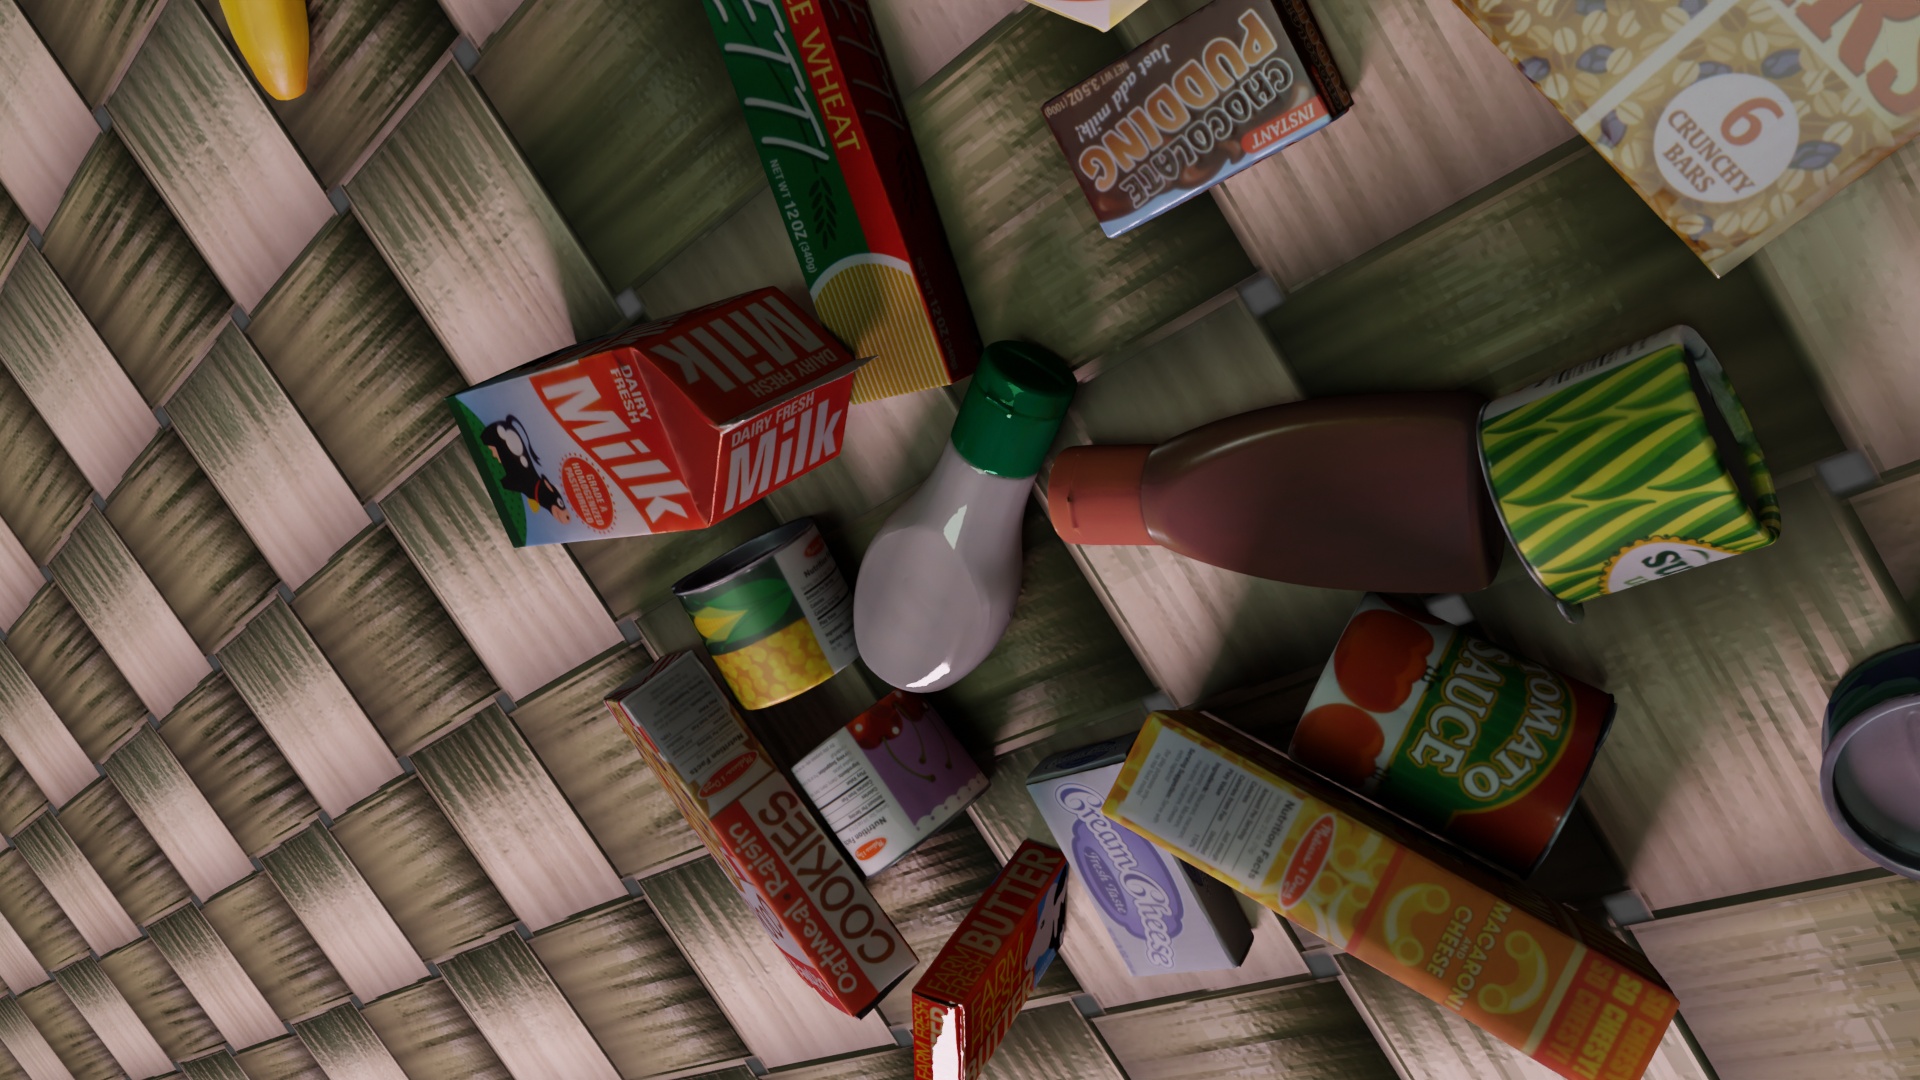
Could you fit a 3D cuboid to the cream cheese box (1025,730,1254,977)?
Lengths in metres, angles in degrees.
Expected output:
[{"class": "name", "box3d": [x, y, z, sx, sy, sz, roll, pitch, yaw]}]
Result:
[{"class": "cream cheese box", "box3d": [0.074, 0.132, 0.575, 0.053, 0.024, 0.103, -21, 102, 37]}]

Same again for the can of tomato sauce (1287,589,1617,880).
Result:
[{"class": "can of tomato sauce", "box3d": [0.160, 0.061, 0.458, 0.083, 0.071, 0.070, 26, 125, 19]}]

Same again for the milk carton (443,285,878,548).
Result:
[{"class": "milk carton", "box3d": [-0.118, -0.048, 0.549, 0.190, 0.073, 0.073, -5, 112, 44]}]

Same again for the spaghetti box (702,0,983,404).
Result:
[{"class": "spaghetti box", "box3d": [-0.056, -0.170, 0.495, 0.050, 0.029, 0.249, -8, 110, 34]}]

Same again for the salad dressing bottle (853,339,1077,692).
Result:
[{"class": "salad dressing bottle", "box3d": [0.002, -0.007, 0.536, 0.064, 0.044, 0.146, 34, 126, 14]}]

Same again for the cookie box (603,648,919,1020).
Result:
[{"class": "cookie box", "box3d": [-0.096, 0.130, 0.632, 0.167, 0.040, 0.122, 55, 161, -5]}]

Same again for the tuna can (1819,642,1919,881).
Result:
[{"class": "tuna can", "box3d": [0.290, 0.063, 0.402, 0.071, 0.033, 0.070, 14, 121, 25]}]

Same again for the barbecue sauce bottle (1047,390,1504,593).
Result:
[{"class": "barbecue sauce bottle", "box3d": [0.102, -0.016, 0.469, 0.148, 0.044, 0.064, 1, 113, 32]}]

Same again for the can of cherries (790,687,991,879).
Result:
[{"class": "can of cherries", "box3d": [-0.029, 0.100, 0.595, 0.058, 0.072, 0.071, 52, 129, 5]}]

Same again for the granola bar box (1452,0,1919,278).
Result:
[{"class": "granola bar box", "box3d": [0.185, -0.167, 0.342, 0.165, 0.039, 0.123, 47, 129, 2]}]

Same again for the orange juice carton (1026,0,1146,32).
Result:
[{"class": "orange juice carton", "box3d": [0.070, -0.212, 0.333, 0.192, 0.073, 0.072, -23, 69, 48]}]

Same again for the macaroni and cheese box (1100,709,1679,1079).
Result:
[{"class": "macaroni and cheese box", "box3d": [0.137, 0.111, 0.464, 0.166, 0.123, 0.040, 27, 91, 17]}]

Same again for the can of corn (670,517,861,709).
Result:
[{"class": "can of corn", "box3d": [-0.081, 0.032, 0.591, 0.071, 0.071, 0.058, -18, 104, 37]}]

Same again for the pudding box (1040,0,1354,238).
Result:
[{"class": "pudding box", "box3d": [0.073, -0.135, 0.434, 0.083, 0.030, 0.049, -21, 103, 37]}]

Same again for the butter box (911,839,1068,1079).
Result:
[{"class": "butter box", "box3d": [0.014, 0.178, 0.585, 0.024, 0.104, 0.053, 14, 120, 24]}]

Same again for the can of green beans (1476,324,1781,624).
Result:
[{"class": "can of green beans", "box3d": [0.191, -0.021, 0.398, 0.057, 0.071, 0.071, -25, 100, 37]}]
